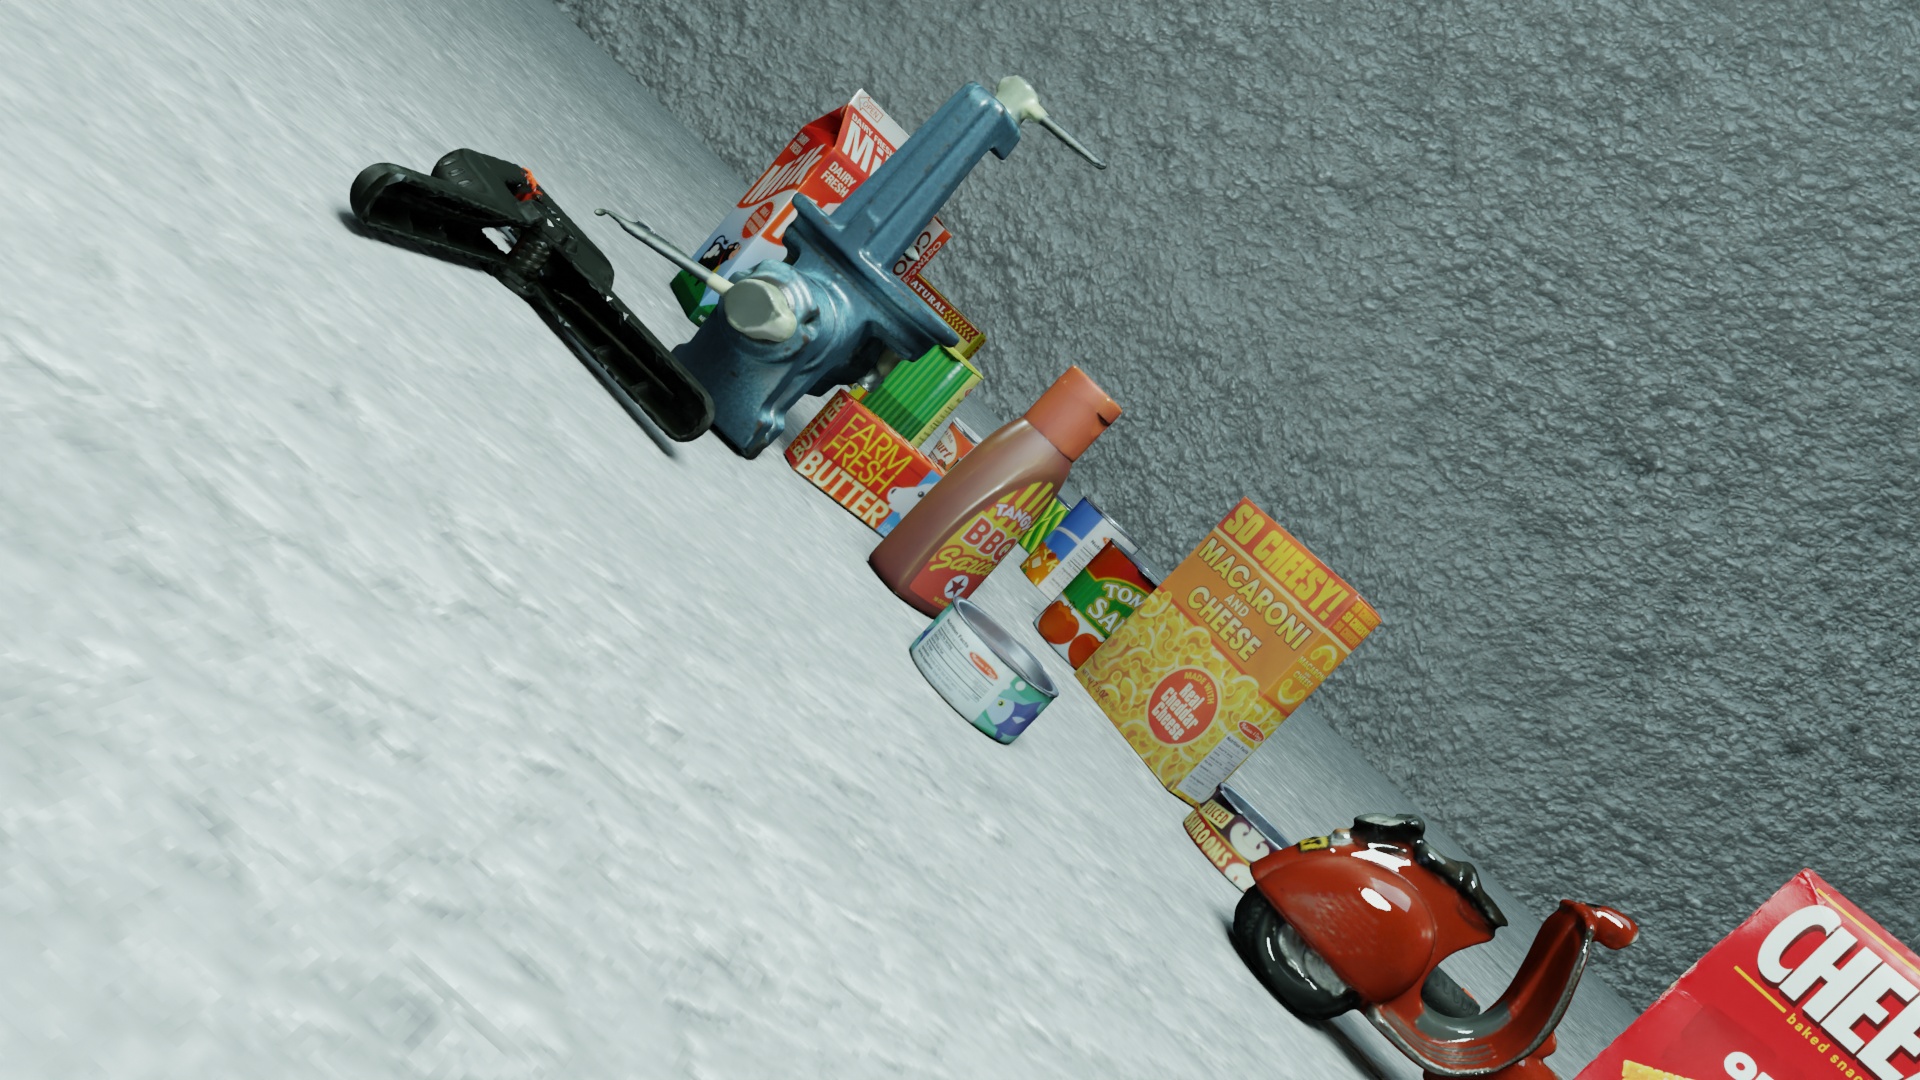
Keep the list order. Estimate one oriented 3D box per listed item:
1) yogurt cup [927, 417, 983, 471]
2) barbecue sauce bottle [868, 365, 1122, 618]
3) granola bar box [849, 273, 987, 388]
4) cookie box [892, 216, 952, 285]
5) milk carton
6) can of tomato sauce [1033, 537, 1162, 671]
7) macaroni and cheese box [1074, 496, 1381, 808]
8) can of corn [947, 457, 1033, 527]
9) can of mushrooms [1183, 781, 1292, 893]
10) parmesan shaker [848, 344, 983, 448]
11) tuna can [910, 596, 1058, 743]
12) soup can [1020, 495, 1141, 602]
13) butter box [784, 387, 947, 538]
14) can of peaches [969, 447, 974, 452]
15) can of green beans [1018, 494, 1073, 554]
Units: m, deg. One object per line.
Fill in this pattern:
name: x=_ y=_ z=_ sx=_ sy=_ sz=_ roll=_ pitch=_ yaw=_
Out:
yogurt cup: x=0.002 y=-0.068 z=1.240 sx=0.072 sy=0.054 sz=0.072 roll=42 pitch=7 yaw=-6
barbecue sauce bottle: x=0.021 y=-0.026 z=0.730 sx=0.044 sy=0.148 sz=0.065 roll=48 pitch=8 yaw=34
granola bar box: x=-0.076 y=-0.205 z=1.327 sx=0.166 sy=0.124 sz=0.039 roll=44 pitch=7 yaw=10
cookie box: x=-0.106 y=-0.225 z=1.110 sx=0.123 sy=0.167 sz=0.040 roll=46 pitch=7 yaw=24
milk carton: x=-0.108 y=-0.216 z=0.960 sx=0.072 sy=0.190 sz=0.074 roll=38 pitch=8 yaw=-35
can of tomato sauce: x=0.103 y=0.051 z=0.982 sx=0.071 sy=0.083 sz=0.071 roll=42 pitch=7 yaw=-6
macaroni and cheese box: x=0.168 y=0.070 z=0.895 sx=0.040 sy=0.166 sz=0.124 roll=37 pitch=9 yaw=-41
can of corn: x=0.003 y=-0.011 z=0.904 sx=0.071 sy=0.058 sz=0.071 roll=42 pitch=7 yaw=-6
can of mushrooms: x=0.160 y=0.172 z=0.794 sx=0.071 sy=0.033 sz=0.071 roll=42 pitch=7 yaw=-6
parmesan shaker: x=-0.042 y=-0.102 z=1.002 sx=0.071 sy=0.103 sz=0.071 roll=42 pitch=7 yaw=-6
tuna can: x=0.012 y=0.060 z=0.641 sx=0.071 sy=0.033 sz=0.071 roll=42 pitch=7 yaw=-6
soup can: x=0.102 y=0.013 z=1.189 sx=0.071 sy=0.083 sz=0.071 roll=42 pitch=7 yaw=-6
butter box: x=-0.047 y=-0.038 z=0.806 sx=0.103 sy=0.053 sz=0.024 roll=38 pitch=8 yaw=-32
can of peaches: x=0.014 y=-0.028 z=1.055 sx=0.071 sy=0.058 sz=0.071 roll=42 pitch=7 yaw=-6
can of green beans: x=0.086 y=-0.012 z=1.351 sx=0.071 sy=0.058 sz=0.071 roll=42 pitch=7 yaw=-6
